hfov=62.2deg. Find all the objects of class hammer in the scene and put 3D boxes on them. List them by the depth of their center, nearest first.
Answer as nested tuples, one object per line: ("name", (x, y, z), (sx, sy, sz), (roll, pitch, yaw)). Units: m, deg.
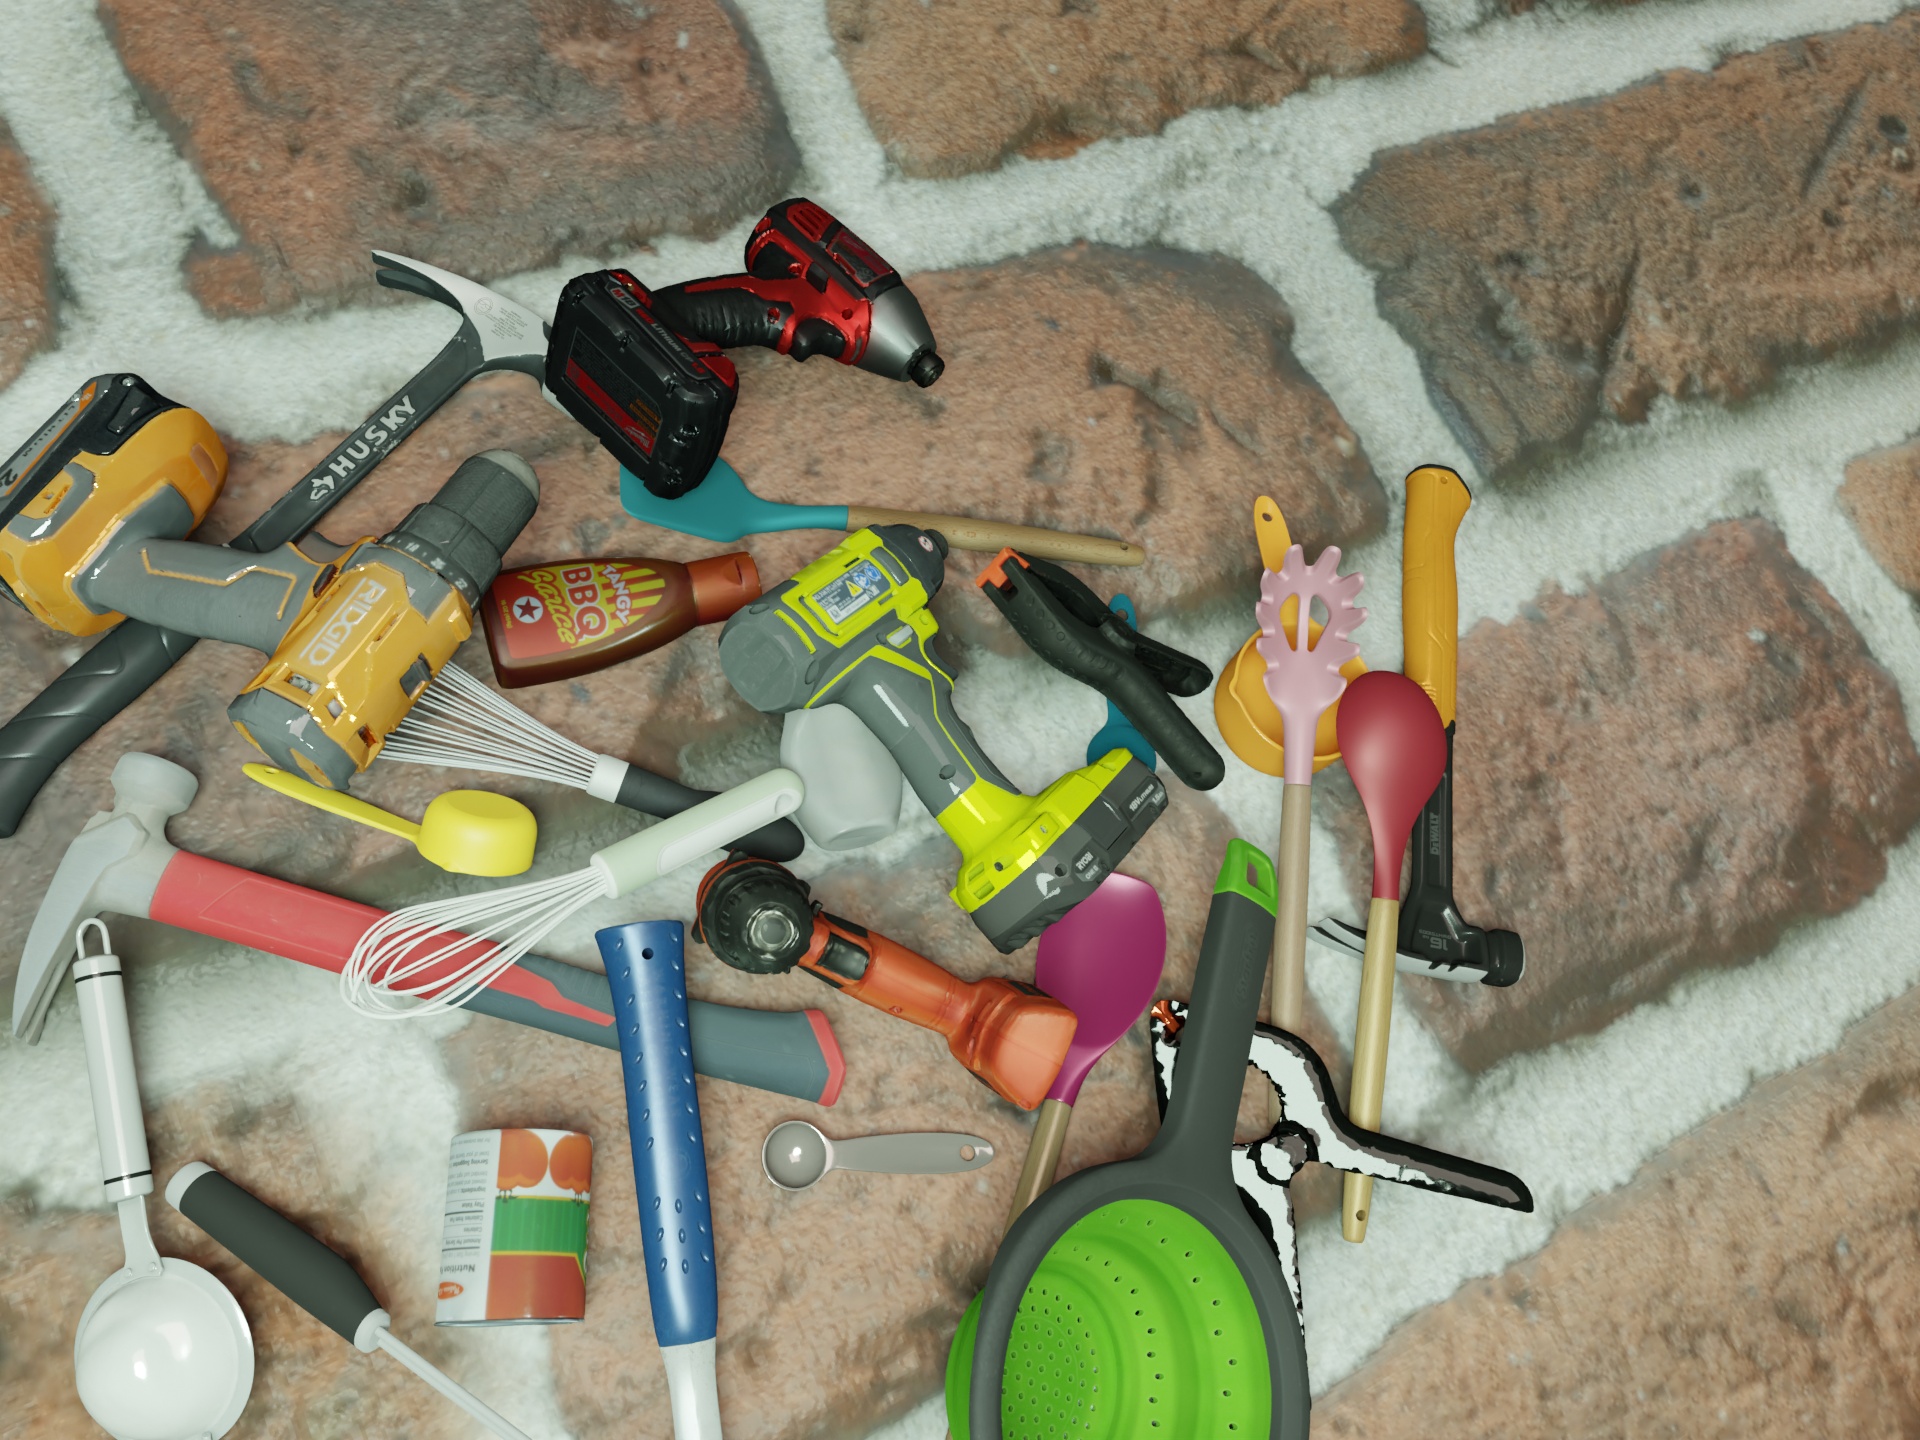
("hammer", (-0.117, 0.294, 0.727), (0.144, 0.035, 0.406), (-5, 77, -16))
("hammer", (-0.247, 0.138, 0.780), (0.386, 0.038, 0.143), (18, 67, -7))
("hammer", (-0.375, -0.097, 0.844), (0.149, 0.036, 0.409), (37, 65, 3))
("hammer", (0.280, -0.011, 0.973), (0.127, 0.034, 0.337), (12, 66, -10))

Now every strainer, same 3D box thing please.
("strainer", (-0.366, 0.213, 0.697), (0.087, 0.050, 0.258), (-16, 79, 8))

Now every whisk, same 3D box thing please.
("whisk", (-0.180, 0.080, 0.775), (0.246, 0.057, 0.059), (-26, 45, -29))
("whisk", (-0.215, 0.020, 0.828), (0.284, 0.070, 0.070), (22, 65, -10))

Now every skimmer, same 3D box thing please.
("skimmer", (-0.220, 0.307, 0.655), (0.363, 0.127, 0.090), (28, 39, 17))

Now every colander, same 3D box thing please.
("colander", (0.083, 0.243, 0.778), (0.204, 0.094, 0.397), (33, 58, -26))

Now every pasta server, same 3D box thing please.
("pasta server", (0.185, 0.062, 0.875), (0.060, 0.040, 0.316), (4, 84, 5))

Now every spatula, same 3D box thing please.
("spatula", (-0.039, -0.121, 0.932), (0.317, 0.044, 0.082), (6, 55, -13))

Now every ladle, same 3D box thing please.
("ladle", (0.229, 0.124, 0.875), (0.069, 0.031, 0.315), (9, 81, -12))

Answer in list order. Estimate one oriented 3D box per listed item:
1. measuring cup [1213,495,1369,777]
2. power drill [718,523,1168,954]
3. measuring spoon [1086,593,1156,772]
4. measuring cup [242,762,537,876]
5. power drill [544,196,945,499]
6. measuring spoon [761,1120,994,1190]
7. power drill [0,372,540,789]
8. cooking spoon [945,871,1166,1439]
("measuring cup", (0.189, -0.048, 0.956), (0.095, 0.052, 0.174), (-1, 67, -14))
("power drill", (-0.001, -0.003, 0.849), (0.223, 0.080, 0.171), (48, 42, 1))
("measuring spoon", (0.097, -0.020, 0.937), (0.042, 0.021, 0.129), (7, 68, -11))
("measuring cup", (-0.288, 0.039, 0.802), (0.156, 0.062, 0.029), (19, 103, 4))
("power drill", (-0.114, -0.218, 0.912), (0.143, 0.078, 0.220), (44, 48, 11))
("measuring spoon", (-0.042, 0.223, 0.813), (0.124, 0.018, 0.034), (5, 68, -19))
("power drill", (-0.332, -0.088, 0.766), (0.226, 0.084, 0.185), (25, 65, 13))
("cooking spoon", (0.043, 0.224, 0.828), (0.069, 0.017, 0.319), (15, 65, 10))
